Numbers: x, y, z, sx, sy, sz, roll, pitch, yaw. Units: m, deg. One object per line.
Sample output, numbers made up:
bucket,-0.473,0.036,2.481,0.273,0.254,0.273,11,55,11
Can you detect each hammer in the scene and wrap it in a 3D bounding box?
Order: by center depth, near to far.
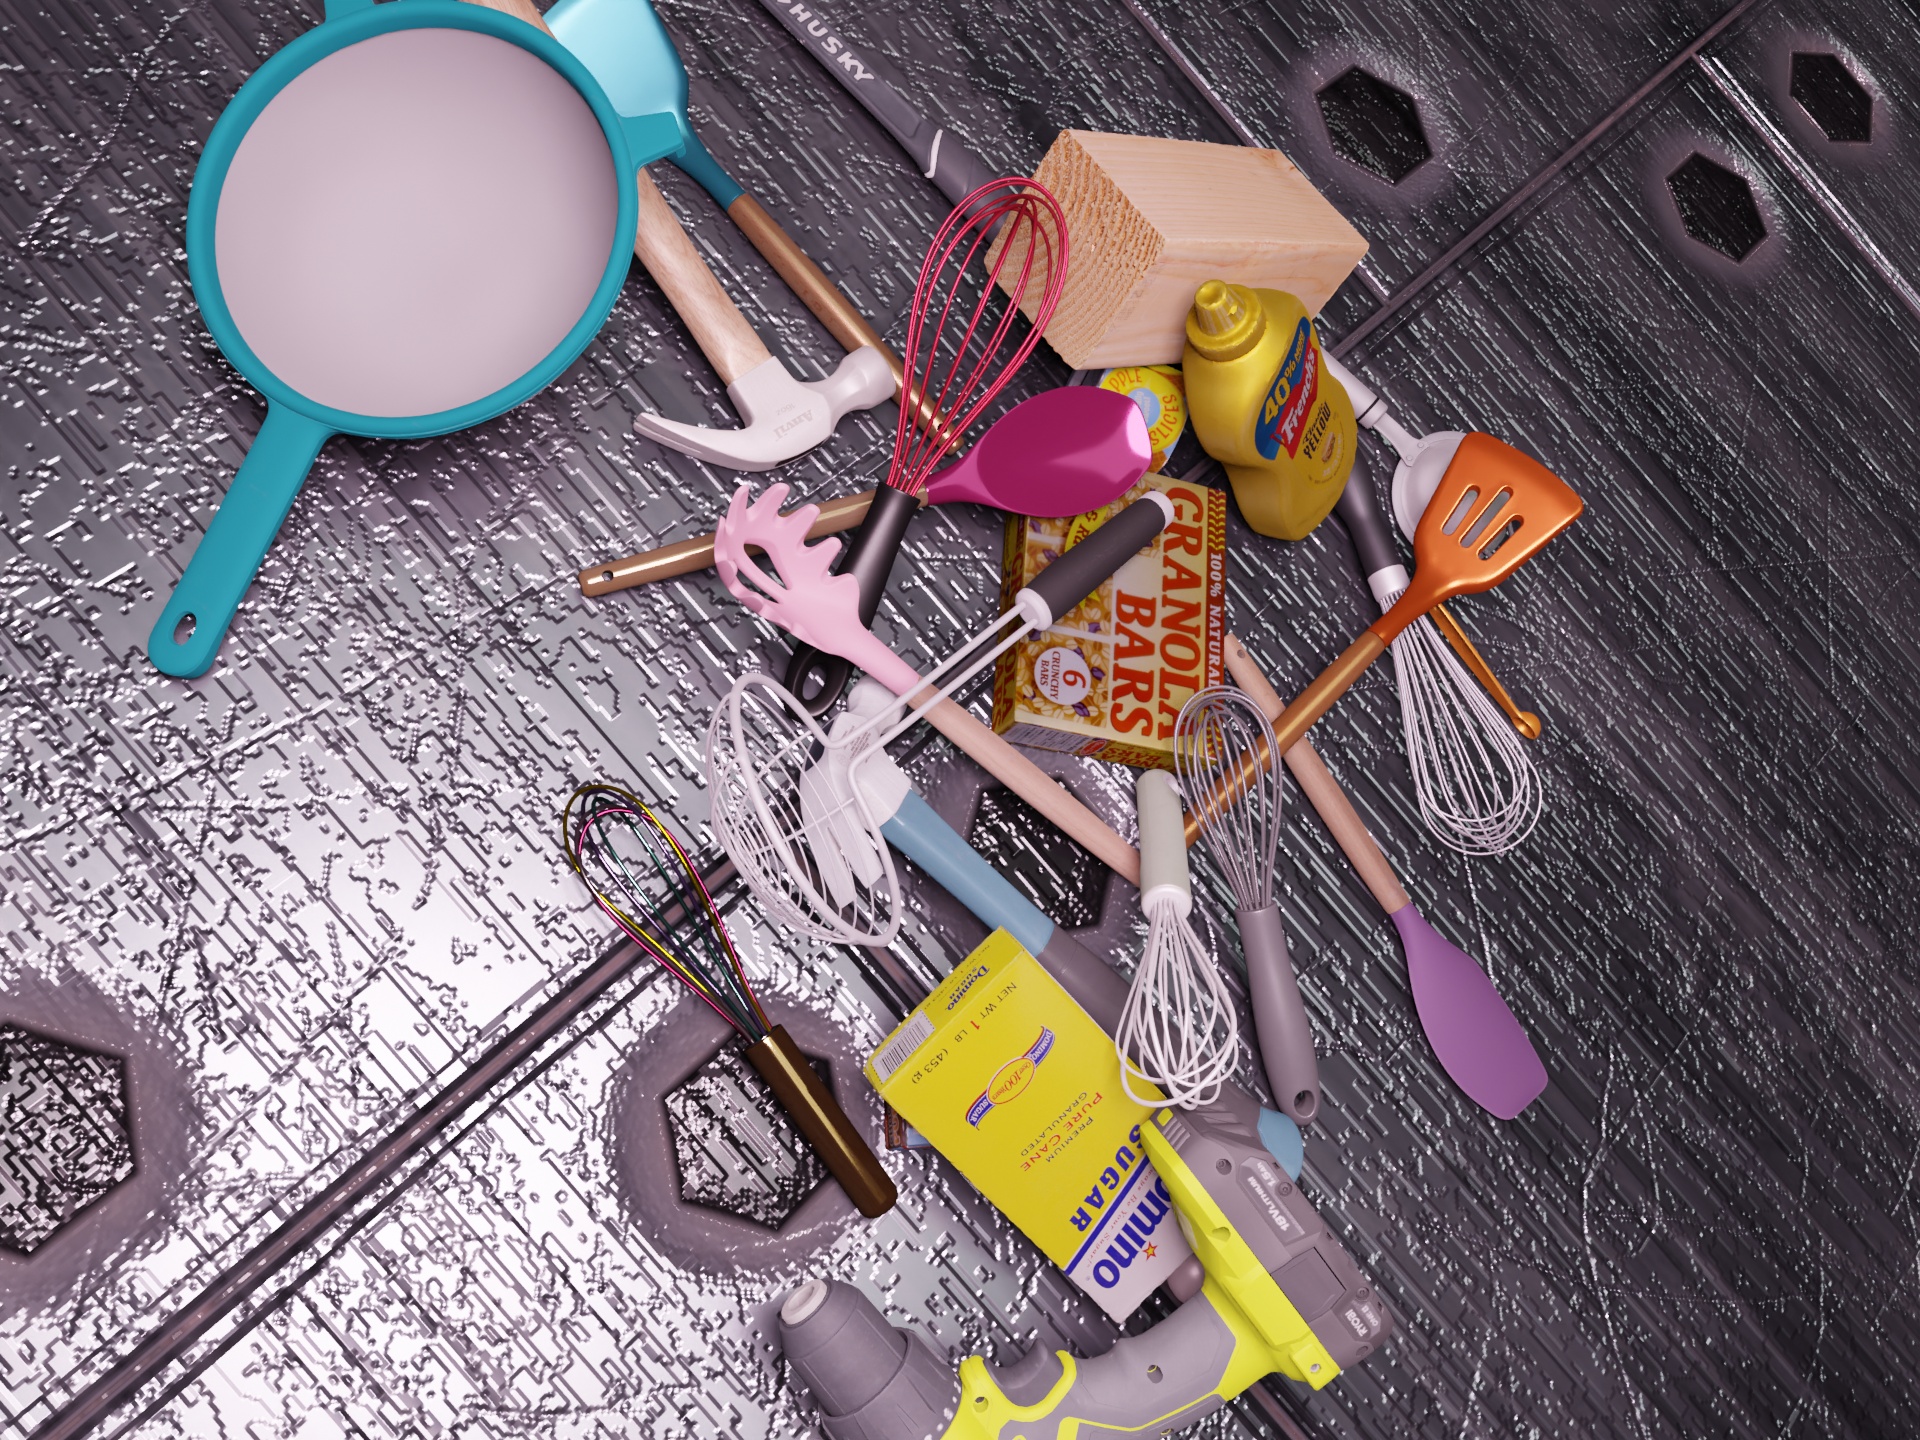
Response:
hammer,0.050,0.119,0.799,0.331,0.033,0.128,43,34,-8
hammer,-0.178,-0.277,0.835,0.130,0.031,0.331,-36,95,-18
hammer,-0.027,-0.352,0.944,0.409,0.036,0.149,44,62,-3

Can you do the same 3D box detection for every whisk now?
whisk,-0.109,0.133,0.750,0.047,0.051,0.245,-36,92,-6
whisk,0.100,0.096,0.774,0.057,0.059,0.247,51,22,-23
whisk,-0.023,-0.134,0.804,0.073,0.073,0.296,23,95,-13
whisk,0.158,0.098,0.836,0.055,0.055,0.239,-15,95,-25
whisk,0.269,-0.052,0.950,0.070,0.070,0.285,-9,71,-24

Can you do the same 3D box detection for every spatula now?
spatula,-0.108,-0.268,0.878,0.082,0.044,0.317,-43,93,-3
spatula,0.218,-0.034,0.893,0.081,0.041,0.322,41,75,20
spatula,0.234,0.086,0.907,0.060,0.018,0.316,-30,86,-26

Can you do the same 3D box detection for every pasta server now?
pasta server,-0.001,-0.003,0.799,0.316,0.040,0.060,39,58,-20

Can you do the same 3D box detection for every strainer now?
strainer,-0.277,-0.169,0.761,0.211,0.095,0.340,26,86,7
strainer,0.265,-0.187,1.000,0.258,0.050,0.087,42,77,0

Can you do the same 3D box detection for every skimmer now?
skimmer,0.018,-0.029,0.747,0.363,0.090,0.127,-40,104,-37

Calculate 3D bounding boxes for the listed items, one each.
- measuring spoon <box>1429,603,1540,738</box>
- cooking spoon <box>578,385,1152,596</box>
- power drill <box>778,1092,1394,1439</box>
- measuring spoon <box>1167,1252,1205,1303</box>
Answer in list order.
measuring spoon,0.319,-0.037,0.974,0.011,0.021,0.117,-38,93,-6
cooking spoon,-0.044,-0.114,0.837,0.319,0.017,0.069,-17,95,-15
power drill,0.052,0.271,0.695,0.228,0.080,0.190,-37,100,-4
measuring spoon,0.085,0.251,0.793,0.124,0.018,0.034,35,64,-7
